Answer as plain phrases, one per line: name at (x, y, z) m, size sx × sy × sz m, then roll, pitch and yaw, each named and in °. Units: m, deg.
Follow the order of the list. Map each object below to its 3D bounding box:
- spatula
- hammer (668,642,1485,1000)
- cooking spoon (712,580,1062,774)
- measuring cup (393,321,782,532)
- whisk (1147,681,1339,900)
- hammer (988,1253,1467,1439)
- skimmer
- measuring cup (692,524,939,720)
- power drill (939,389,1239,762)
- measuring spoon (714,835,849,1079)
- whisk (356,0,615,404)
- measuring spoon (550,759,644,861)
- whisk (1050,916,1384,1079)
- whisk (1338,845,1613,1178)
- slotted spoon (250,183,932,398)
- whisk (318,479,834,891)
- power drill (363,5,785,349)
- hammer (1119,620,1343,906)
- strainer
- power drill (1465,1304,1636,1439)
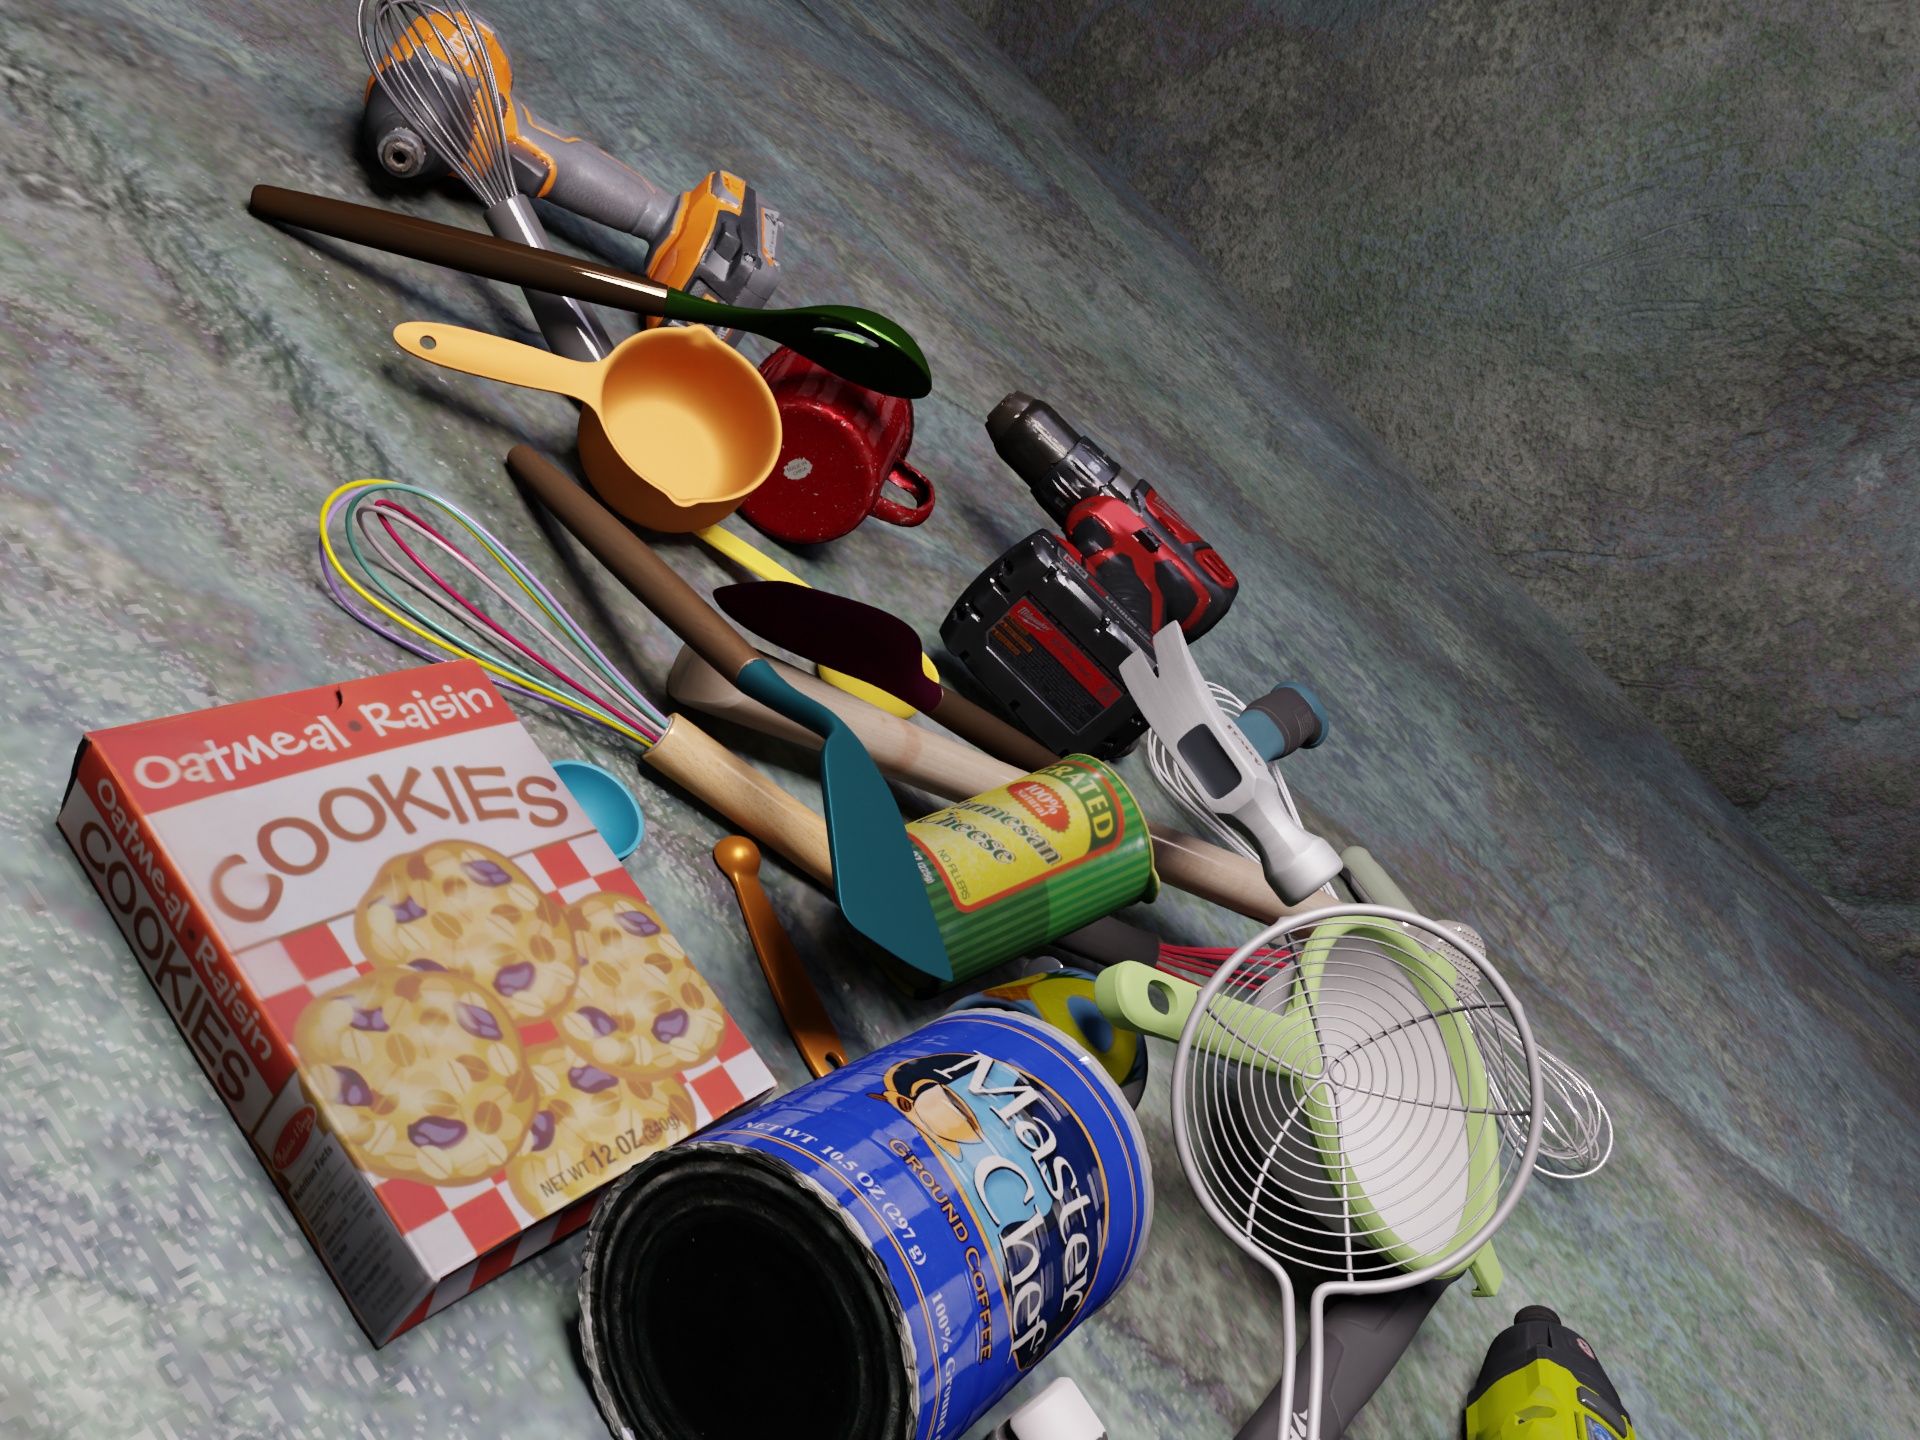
spatula at (-0.102, -0.023, 0.610) m, size 0.318 × 0.044 × 0.082 m, roll 41°, pitch 0°, yaw 34°
hammer at (0.053, 0.048, 0.748) m, size 0.410 × 0.038 × 0.146 m, roll 23°, pitch -7°, yaw -25°
cooking spoon at (-0.001, -0.002, 0.730) m, size 0.318 × 0.069 × 0.017 m, roll 30°, pitch 61°, yaw -54°
measuring cup at (-0.170, -0.139, 0.720) m, size 0.173 × 0.052 × 0.095 m, roll 12°, pitch 66°, yaw -24°
whisk at (0.201, 0.097, 0.915) m, size 0.285 × 0.070 × 0.070 m, roll 56°, pitch 27°, yaw 13°
hammer at (0.139, 0.257, 0.596) m, size 0.146 × 0.035 × 0.334 m, roll 52°, pitch 26°, yaw 18°
skimmer at (0.104, 0.214, 0.444) m, size 0.127 × 0.090 × 0.364 m, roll 20°, pitch 44°, yaw -1°
measuring cup at (-0.081, -0.051, 0.765) m, size 0.156 × 0.029 × 0.062 m, roll 35°, pitch 22°, yaw 8°
power drill at (0.065, -0.092, 0.902) m, size 0.188 × 0.080 × 0.227 m, roll 44°, pitch 31°, yaw -5°
measuring spoon at (-0.062, 0.087, 0.581) m, size 0.021 × 0.011 × 0.117 m, roll 13°, pitch 39°, yaw -49°
whisk at (-0.215, -0.246, 0.763) m, size 0.239 × 0.055 × 0.055 m, roll 63°, pitch 23°, yaw -10°
measuring spoon at (-0.160, 0.040, 0.512) m, size 0.128 × 0.021 × 0.042 m, roll -8°, pitch 58°, yaw -49°
whisk at (0.099, 0.116, 0.732) m, size 0.295 × 0.073 × 0.073 m, roll 26°, pitch 30°, yaw -22°
whisk at (0.307, 0.172, 0.976) m, size 0.247 × 0.059 × 0.057 m, roll 57°, pitch -9°, yaw 34°
slotted spoon at (-0.162, -0.202, 0.738) m, size 0.313 × 0.031 × 0.070 m, roll 11°, pitch -9°, yaw -14°
whisk at (-0.129, -0.010, 0.599) m, size 0.244 × 0.051 × 0.047 m, roll 38°, pitch 20°, yaw -20°
power drill at (-0.211, -0.286, 0.864) m, size 0.226 × 0.084 × 0.164 m, roll 28°, pitch 31°, yaw -23°
hammer at (0.153, 0.008, 0.802) m, size 0.128 × 0.033 × 0.331 m, roll 53°, pitch 17°, yaw 8°
strainer at (0.125, 0.143, 0.642) m, size 0.256 × 0.069 × 0.152 m, roll 25°, pitch 53°, yaw -38°
power drill at (0.305, 0.355, 0.649) m, size 0.223 × 0.080 × 0.171 m, roll 40°, pitch 25°, yaw -2°
